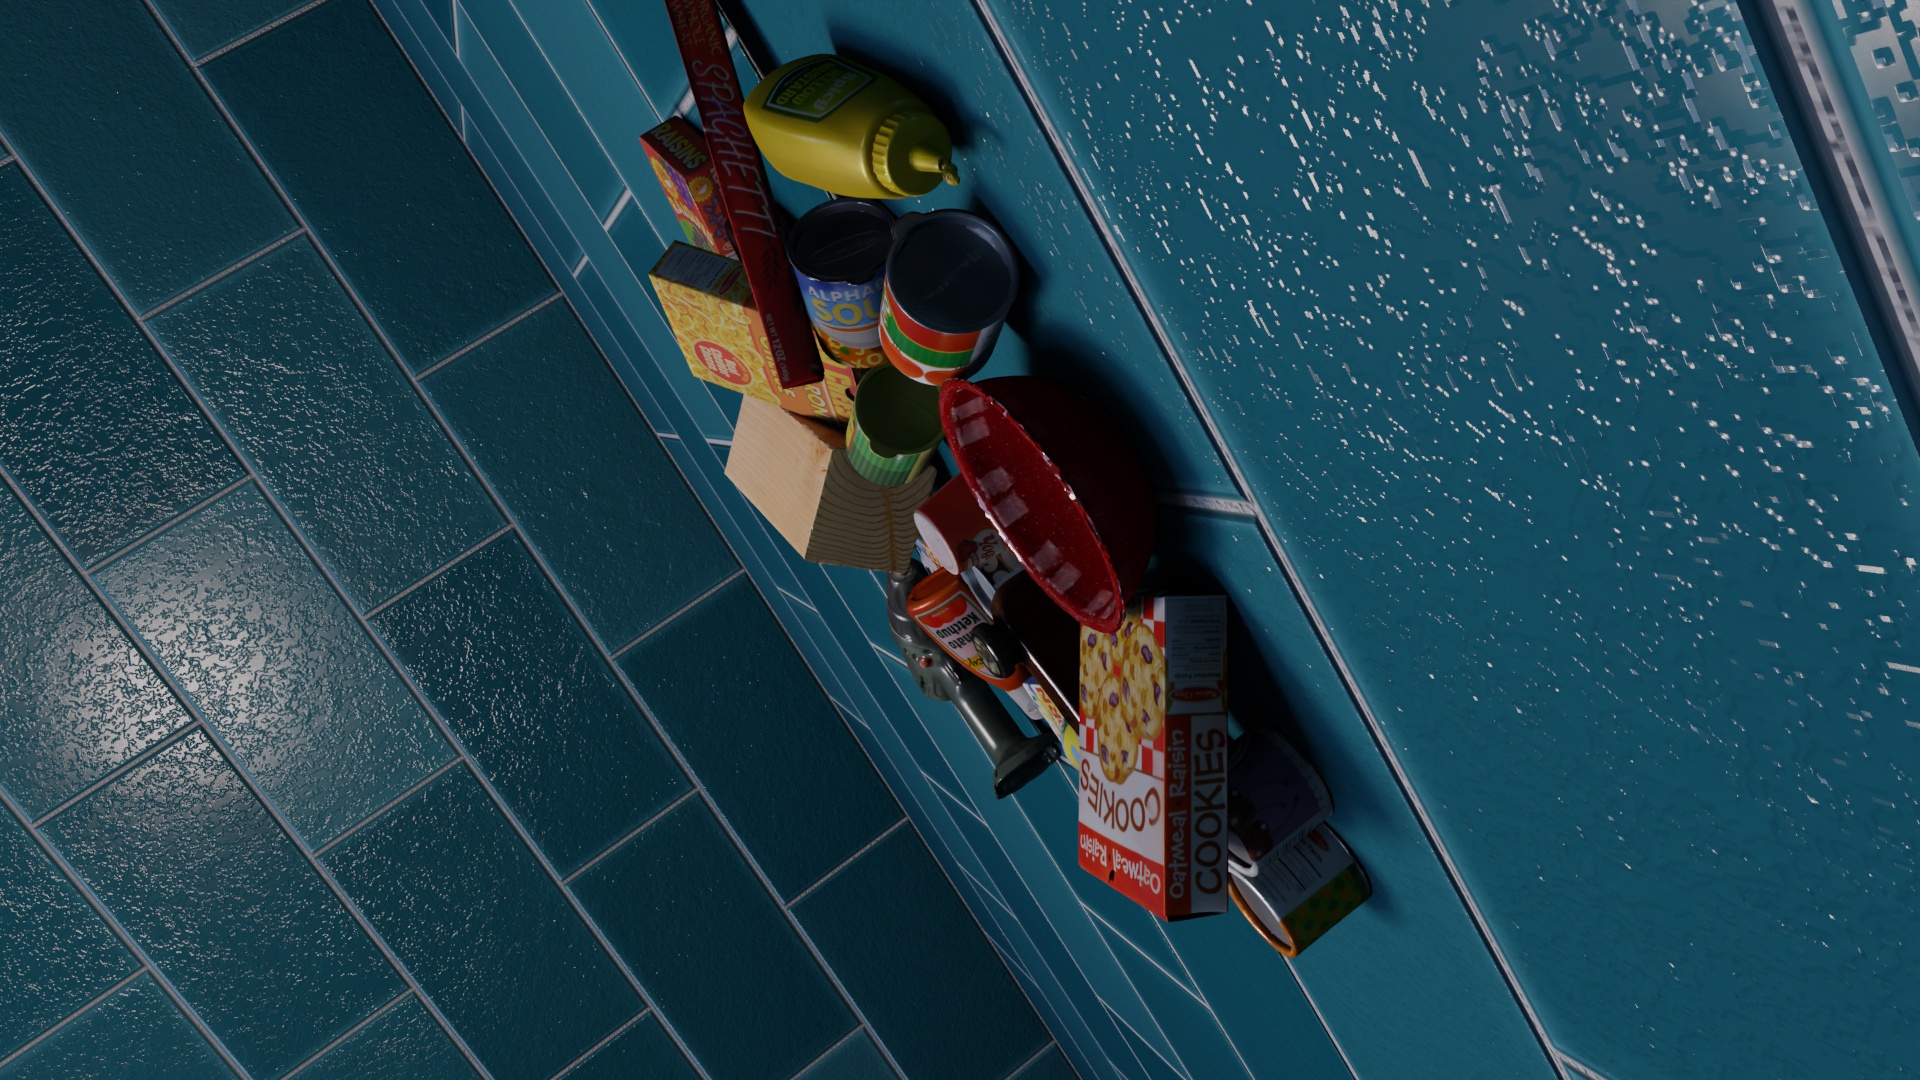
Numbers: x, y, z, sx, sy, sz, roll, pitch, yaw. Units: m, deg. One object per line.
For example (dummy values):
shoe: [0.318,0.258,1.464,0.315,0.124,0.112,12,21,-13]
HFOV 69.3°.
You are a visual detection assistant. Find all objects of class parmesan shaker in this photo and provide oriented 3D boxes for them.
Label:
parmesan shaker: [-0.046,-0.077,0.959,0.071,0.071,0.103,55,167,3]

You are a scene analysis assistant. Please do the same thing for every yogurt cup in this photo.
yogurt cup: [0.004,-0.012,0.983,0.072,0.054,0.072,51,166,19]

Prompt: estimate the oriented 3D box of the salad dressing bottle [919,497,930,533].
salad dressing bottle: [-0.071,-0.042,1.201,0.148,0.044,0.064,32,147,62]

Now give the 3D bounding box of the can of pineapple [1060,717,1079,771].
can of pineapple: [0.105,0.128,0.941,0.071,0.071,0.057,54,166,6]

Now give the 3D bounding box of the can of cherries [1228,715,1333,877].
can of cherries: [0.164,0.144,0.785,0.071,0.058,0.071,51,166,18]

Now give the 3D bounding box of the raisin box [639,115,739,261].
raisin box: [-0.203,-0.270,1.121,0.086,0.040,0.122,46,165,39]

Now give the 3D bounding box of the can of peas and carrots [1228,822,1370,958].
can of peas and carrots: [0.196,0.202,0.814,0.071,0.059,0.070,52,167,18]

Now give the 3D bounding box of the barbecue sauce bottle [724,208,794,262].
barbecue sauce bottle: [-0.130,-0.184,1.061,0.065,0.044,0.147,38,160,35]

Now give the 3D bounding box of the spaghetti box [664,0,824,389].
spaghetti box: [-0.132,-0.217,0.859,0.050,0.029,0.249,-114,8,-80]

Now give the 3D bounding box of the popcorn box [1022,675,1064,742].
popcorn box: [0.106,0.149,1.051,0.126,0.038,0.085,56,167,-3]

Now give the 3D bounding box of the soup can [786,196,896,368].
soup can: [-0.063,-0.153,0.842,0.071,0.071,0.083,48,165,30]

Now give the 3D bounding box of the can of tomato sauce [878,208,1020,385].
can of tomato sauce: [-0.010,-0.125,0.721,0.071,0.071,0.083,54,167,6]

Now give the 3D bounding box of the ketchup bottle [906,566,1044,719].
ketchup bottle: [0.025,0.084,1.119,0.148,0.064,0.044,47,-149,-22]

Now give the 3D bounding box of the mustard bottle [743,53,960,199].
mustard bottle: [-0.047,-0.201,0.687,0.160,0.065,0.048,33,160,45]

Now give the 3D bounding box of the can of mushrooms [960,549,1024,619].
can of mushrooms: [0.029,0.029,1.041,0.071,0.033,0.070,51,167,17]

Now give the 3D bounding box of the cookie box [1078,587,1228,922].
cookie box: [0.104,0.111,0.771,0.123,0.040,0.167,179,92,-74]

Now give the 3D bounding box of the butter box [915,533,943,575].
butter box: [-0.007,0.020,1.165,0.103,0.024,0.053,33,154,59]

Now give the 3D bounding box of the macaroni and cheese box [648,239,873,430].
macaroni and cheese box: [-0.137,-0.146,1.032,0.166,0.040,0.123,21,155,18]
